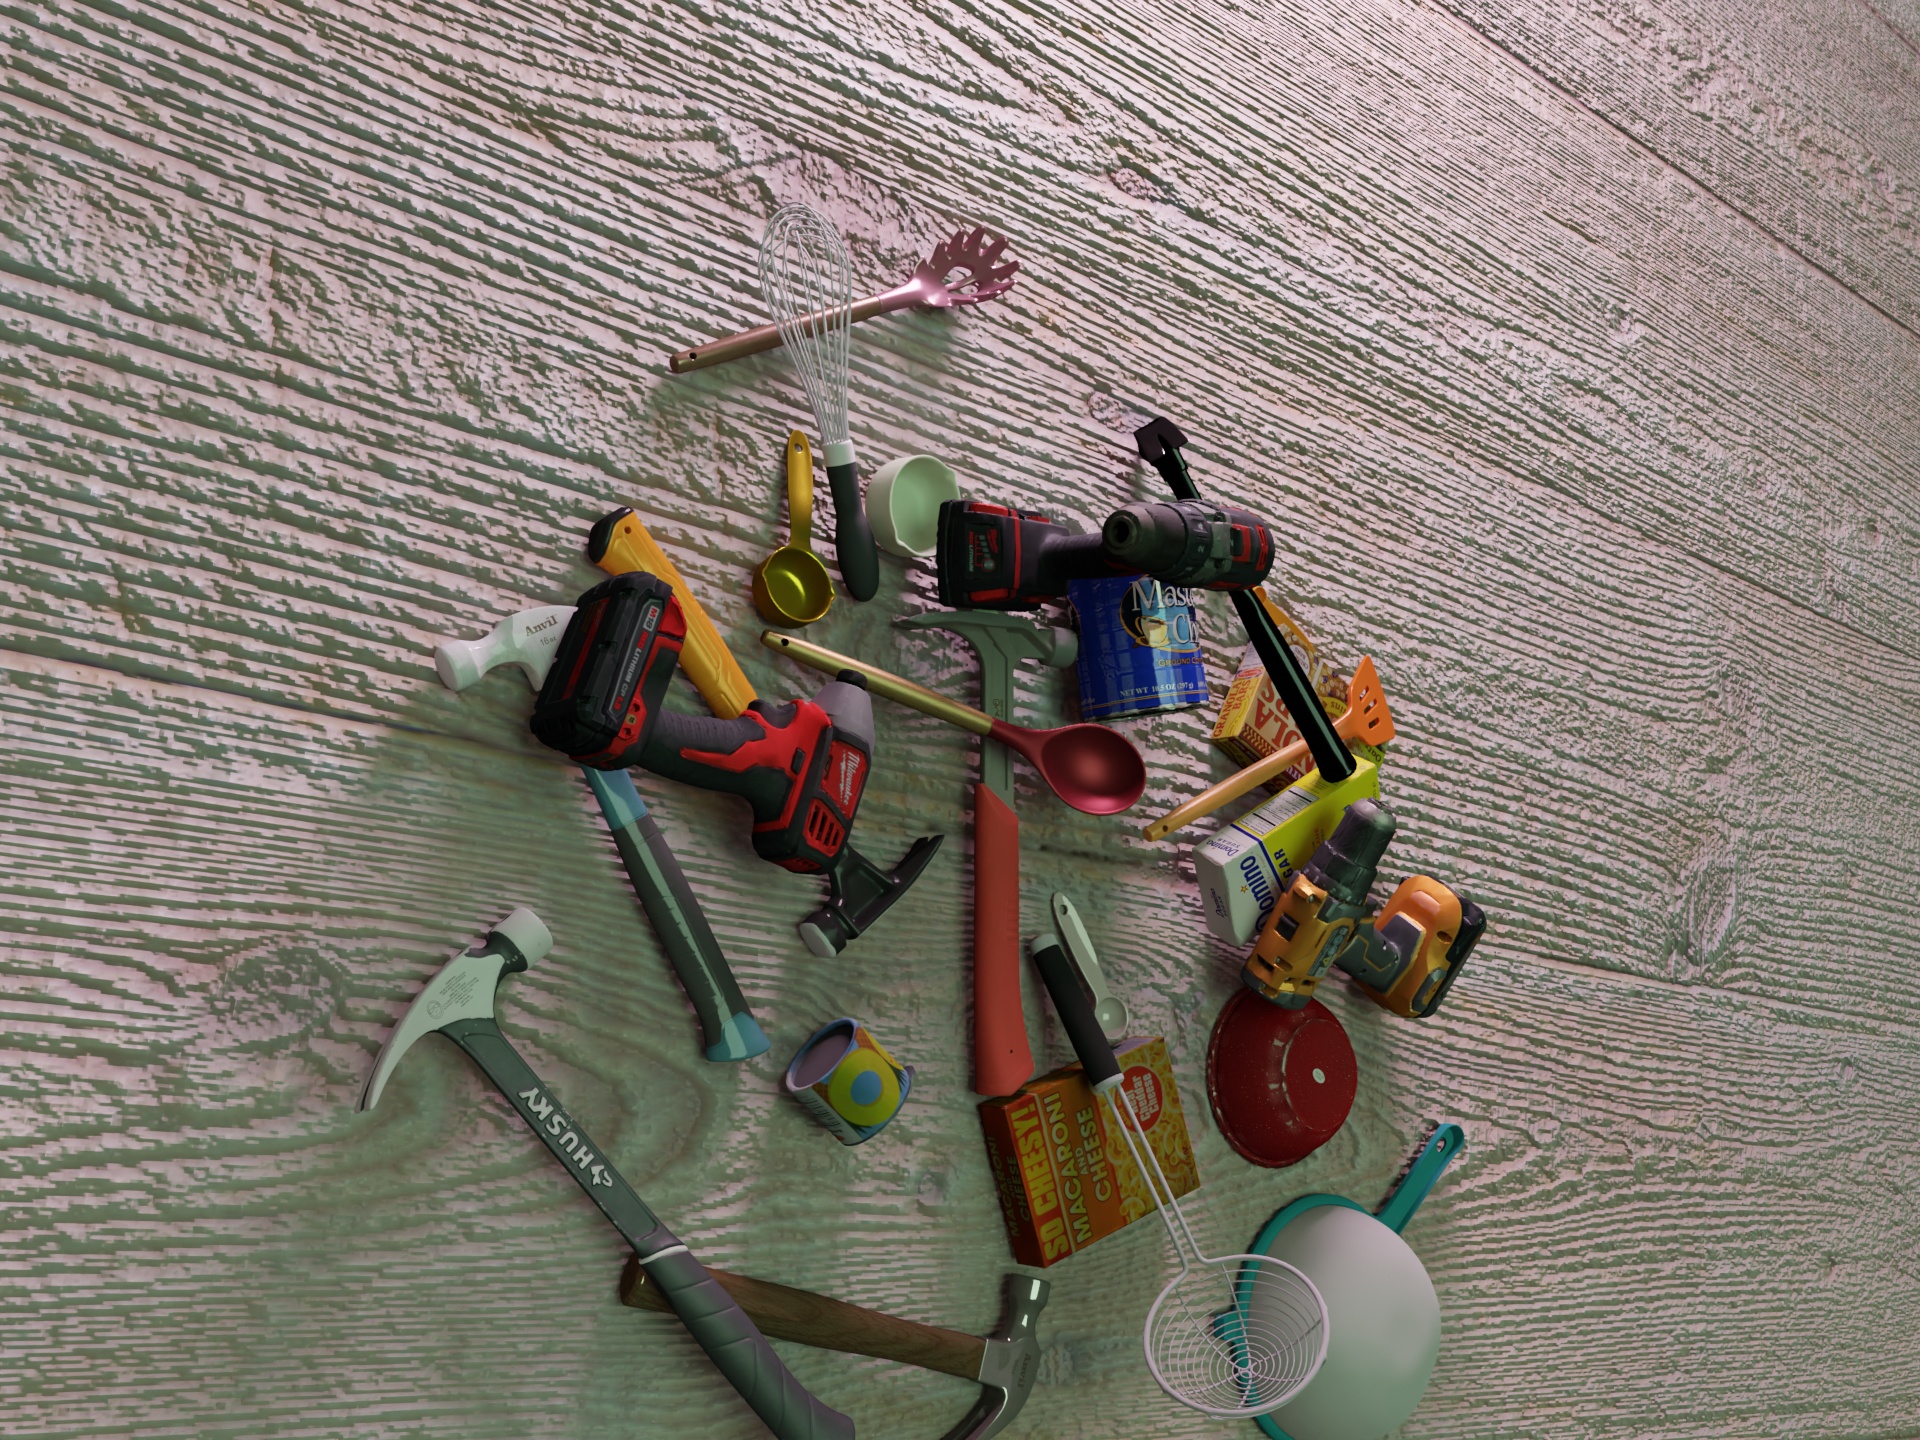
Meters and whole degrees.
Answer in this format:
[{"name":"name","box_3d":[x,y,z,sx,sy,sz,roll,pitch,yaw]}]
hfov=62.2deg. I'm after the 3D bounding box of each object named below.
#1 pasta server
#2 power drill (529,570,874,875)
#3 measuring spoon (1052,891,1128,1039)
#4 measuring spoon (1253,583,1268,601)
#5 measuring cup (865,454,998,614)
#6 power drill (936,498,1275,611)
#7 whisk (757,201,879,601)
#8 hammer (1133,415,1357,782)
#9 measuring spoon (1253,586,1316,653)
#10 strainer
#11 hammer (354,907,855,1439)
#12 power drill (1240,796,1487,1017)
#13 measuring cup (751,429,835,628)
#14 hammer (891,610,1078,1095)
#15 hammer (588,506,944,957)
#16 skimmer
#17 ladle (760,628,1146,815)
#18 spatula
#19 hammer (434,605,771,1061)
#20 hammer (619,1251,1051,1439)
[{"name":"pasta server","box_3d":[-0.081,-0.310,1.195,0.316,0.040,0.060,-27,86,-35]},{"name":"power drill","box_3d":[-0.151,-0.002,1.028,0.219,0.078,0.143,30,67,-32]},{"name":"measuring spoon","box_3d":[0.097,0.194,1.256,0.034,0.018,0.124,-23,89,-36]},{"name":"measuring spoon","box_3d":[0.253,-0.123,1.421,0.042,0.021,0.128,-41,115,-28]},{"name":"measuring cup","box_3d":[-0.018,-0.128,1.218,0.083,0.038,0.167,-55,130,-29]},{"name":"power drill","box_3d":[0.090,-0.122,1.135,0.187,0.227,0.080,-2,92,-55]},{"name":"whisk","box_3d":[-0.092,-0.223,1.134,0.070,0.070,0.284,-21,109,-36]},{"name":"hammer","box_3d":[0.235,-0.099,1.307,0.035,0.146,0.335,-29,92,8]},{"name":"measuring spoon","box_3d":[0.290,-0.083,1.434,0.116,0.011,0.021,41,73,-36]},{"name":"strainer","box_3d":[0.371,0.470,1.353,0.340,0.095,0.211,-42,106,-32]},{"name":"hammer","box_3d":[-0.198,0.317,0.974,0.409,0.036,0.149,54,52,-9]},{"name":"power drill","box_3d":[0.353,0.162,1.346,0.226,0.084,0.185,16,107,-42]},{"name":"measuring cup","box_3d":[-0.123,-0.138,1.149,0.062,0.029,0.157,16,62,-36]},{"name":"hammer","box_3d":[0.019,0.097,1.194,0.149,0.037,0.359,5,81,-27]},{"name":"hammer","box_3d":[-0.142,-0.004,1.101,0.127,0.034,0.336,-42,107,-32]},{"name":"skimmer","box_3d":[0.135,0.309,1.132,0.127,0.090,0.364,-23,68,-7]},{"name":"ladle","box_3d":[-0.002,-0.004,1.163,0.315,0.031,0.069,22,75,-21]},{"name":"spatula","box_3d":[0.270,0.033,1.353,0.322,0.041,0.081,-25,99,-30]},{"name":"hammer","box_3d":[-0.211,0.079,1.038,0.128,0.033,0.331,-30,100,-34]},{"name":"hammer","box_3d":[-0.079,0.414,1.078,0.331,0.031,0.130,26,68,-30]}]
